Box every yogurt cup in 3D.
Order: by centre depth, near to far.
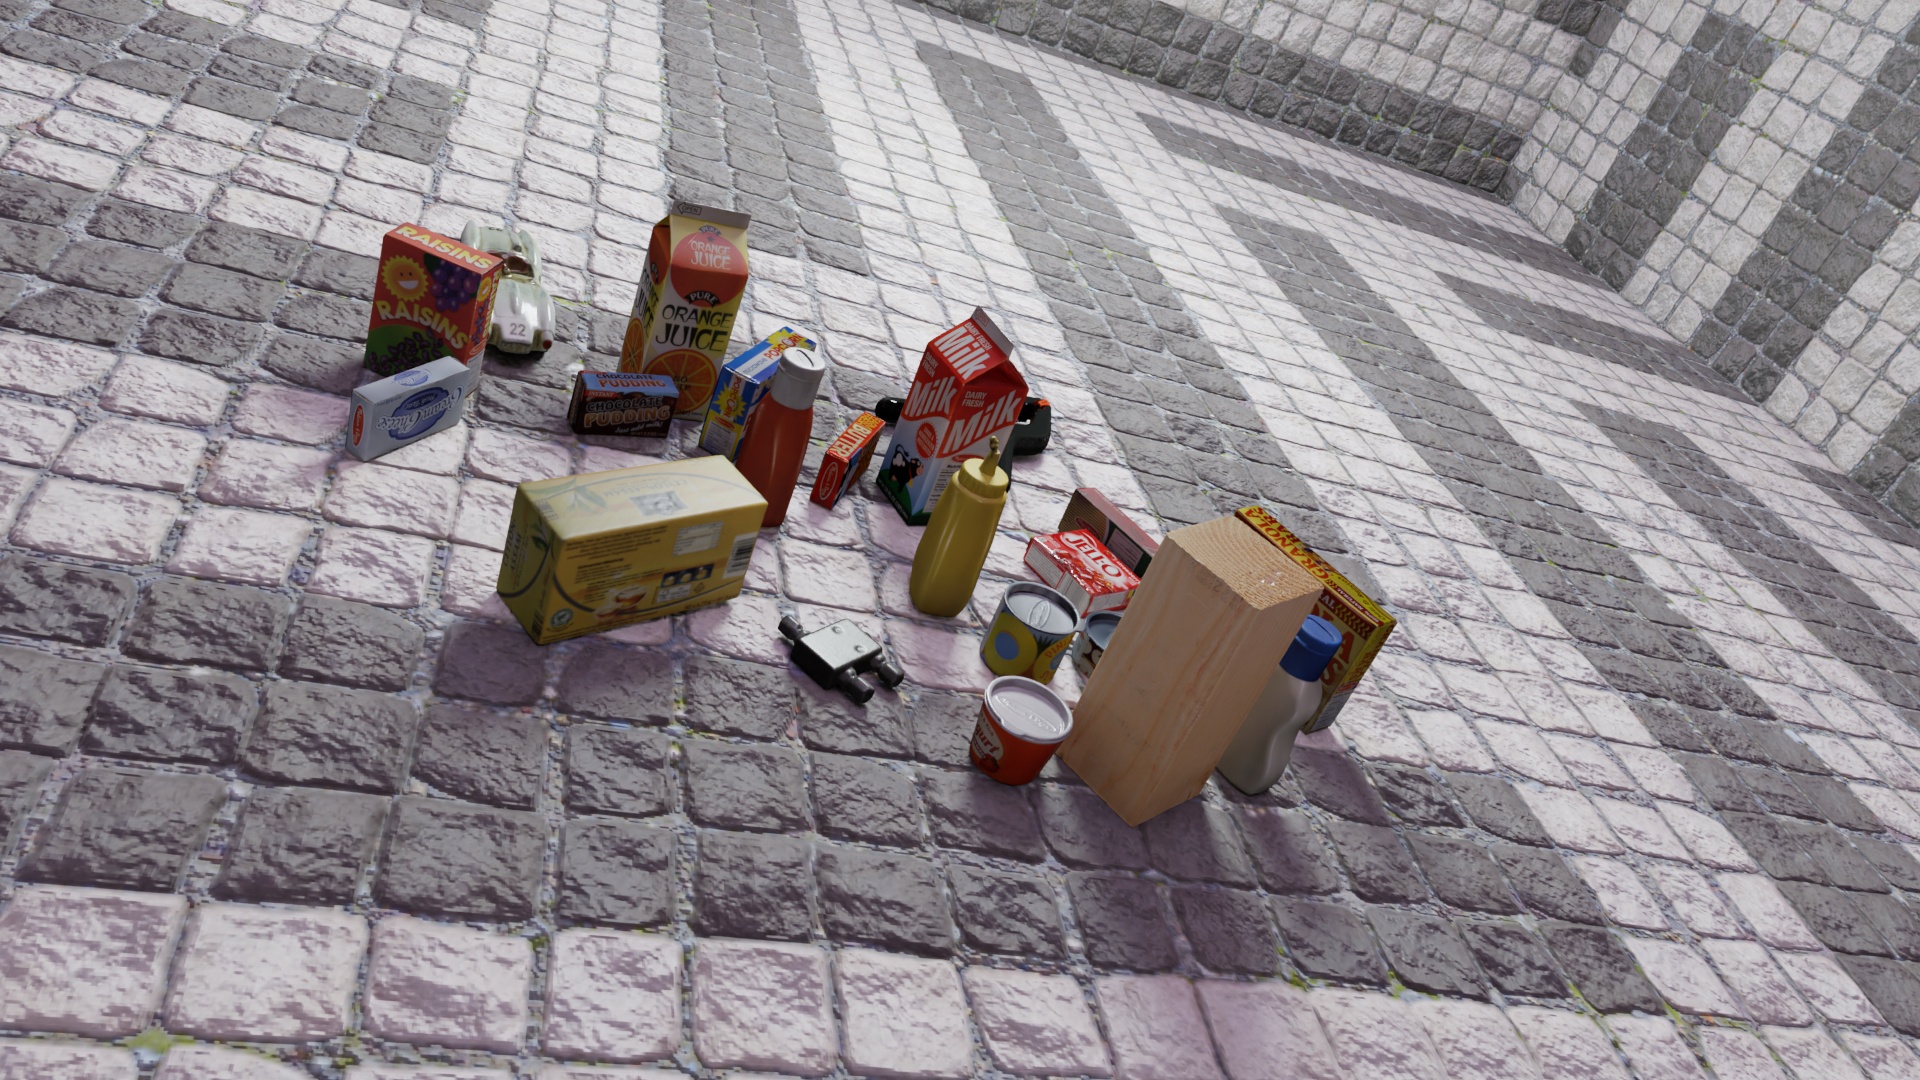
[{"bbox_3d":[0.041,0.139,1.005,0.072,0.053,0.073,17,31,-10],"label":"yogurt cup"}]

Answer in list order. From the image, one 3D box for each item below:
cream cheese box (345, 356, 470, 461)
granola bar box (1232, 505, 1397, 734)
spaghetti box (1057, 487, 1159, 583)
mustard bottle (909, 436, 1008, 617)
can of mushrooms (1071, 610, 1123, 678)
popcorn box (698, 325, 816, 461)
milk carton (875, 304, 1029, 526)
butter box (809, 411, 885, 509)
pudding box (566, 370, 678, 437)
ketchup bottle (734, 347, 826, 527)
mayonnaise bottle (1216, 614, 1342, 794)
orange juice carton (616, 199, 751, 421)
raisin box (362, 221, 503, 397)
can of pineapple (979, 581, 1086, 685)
[{"bbox_3d":[-0.425,-0.103,1.070,0.024,0.053,0.104,30,31,11],"label":"cream cheese box"},{"bbox_3d":[0.280,0.067,1.211,0.039,0.123,0.166,-9,43,-43],"label":"granola bar box"},{"bbox_3d":[0.183,0.043,1.257,0.029,0.050,0.251,-9,43,-43],"label":"spaghetti box"},{"bbox_3d":[0.004,-0.014,1.116,0.049,0.159,0.065,12,32,-19],"label":"mustard bottle"},{"bbox_3d":[0.130,0.093,1.159,0.071,0.033,0.071,17,31,-10],"label":"can of mushrooms"},{"bbox_3d":[-0.182,-0.133,1.252,0.038,0.084,0.127,27,30,7],"label":"popcorn box"},{"bbox_3d":[-0.002,-0.109,1.232,0.073,0.189,0.072,0,37,-35],"label":"milk carton"},{"bbox_3d":[-0.101,-0.073,1.244,0.024,0.052,0.104,26,30,4],"label":"butter box"},{"bbox_3d":[-0.288,-0.117,1.189,0.084,0.049,0.030,0,37,-34],"label":"pudding box"},{"bbox_3d":[-0.149,-0.086,1.137,0.043,0.148,0.065,-1,38,-36],"label":"ketchup bottle"},{"bbox_3d":[0.245,0.125,1.073,0.041,0.147,0.065,-5,41,-40],"label":"mayonnaise bottle"},{"bbox_3d":[-0.241,-0.206,1.221,0.072,0.191,0.073,4,35,-30],"label":"orange juice carton"},{"bbox_3d":[-0.428,-0.184,1.127,0.086,0.122,0.040,23,30,-1],"label":"raisin box"},{"bbox_3d":[0.057,0.076,1.111,0.071,0.057,0.071,17,31,-10],"label":"can of pineapple"}]
